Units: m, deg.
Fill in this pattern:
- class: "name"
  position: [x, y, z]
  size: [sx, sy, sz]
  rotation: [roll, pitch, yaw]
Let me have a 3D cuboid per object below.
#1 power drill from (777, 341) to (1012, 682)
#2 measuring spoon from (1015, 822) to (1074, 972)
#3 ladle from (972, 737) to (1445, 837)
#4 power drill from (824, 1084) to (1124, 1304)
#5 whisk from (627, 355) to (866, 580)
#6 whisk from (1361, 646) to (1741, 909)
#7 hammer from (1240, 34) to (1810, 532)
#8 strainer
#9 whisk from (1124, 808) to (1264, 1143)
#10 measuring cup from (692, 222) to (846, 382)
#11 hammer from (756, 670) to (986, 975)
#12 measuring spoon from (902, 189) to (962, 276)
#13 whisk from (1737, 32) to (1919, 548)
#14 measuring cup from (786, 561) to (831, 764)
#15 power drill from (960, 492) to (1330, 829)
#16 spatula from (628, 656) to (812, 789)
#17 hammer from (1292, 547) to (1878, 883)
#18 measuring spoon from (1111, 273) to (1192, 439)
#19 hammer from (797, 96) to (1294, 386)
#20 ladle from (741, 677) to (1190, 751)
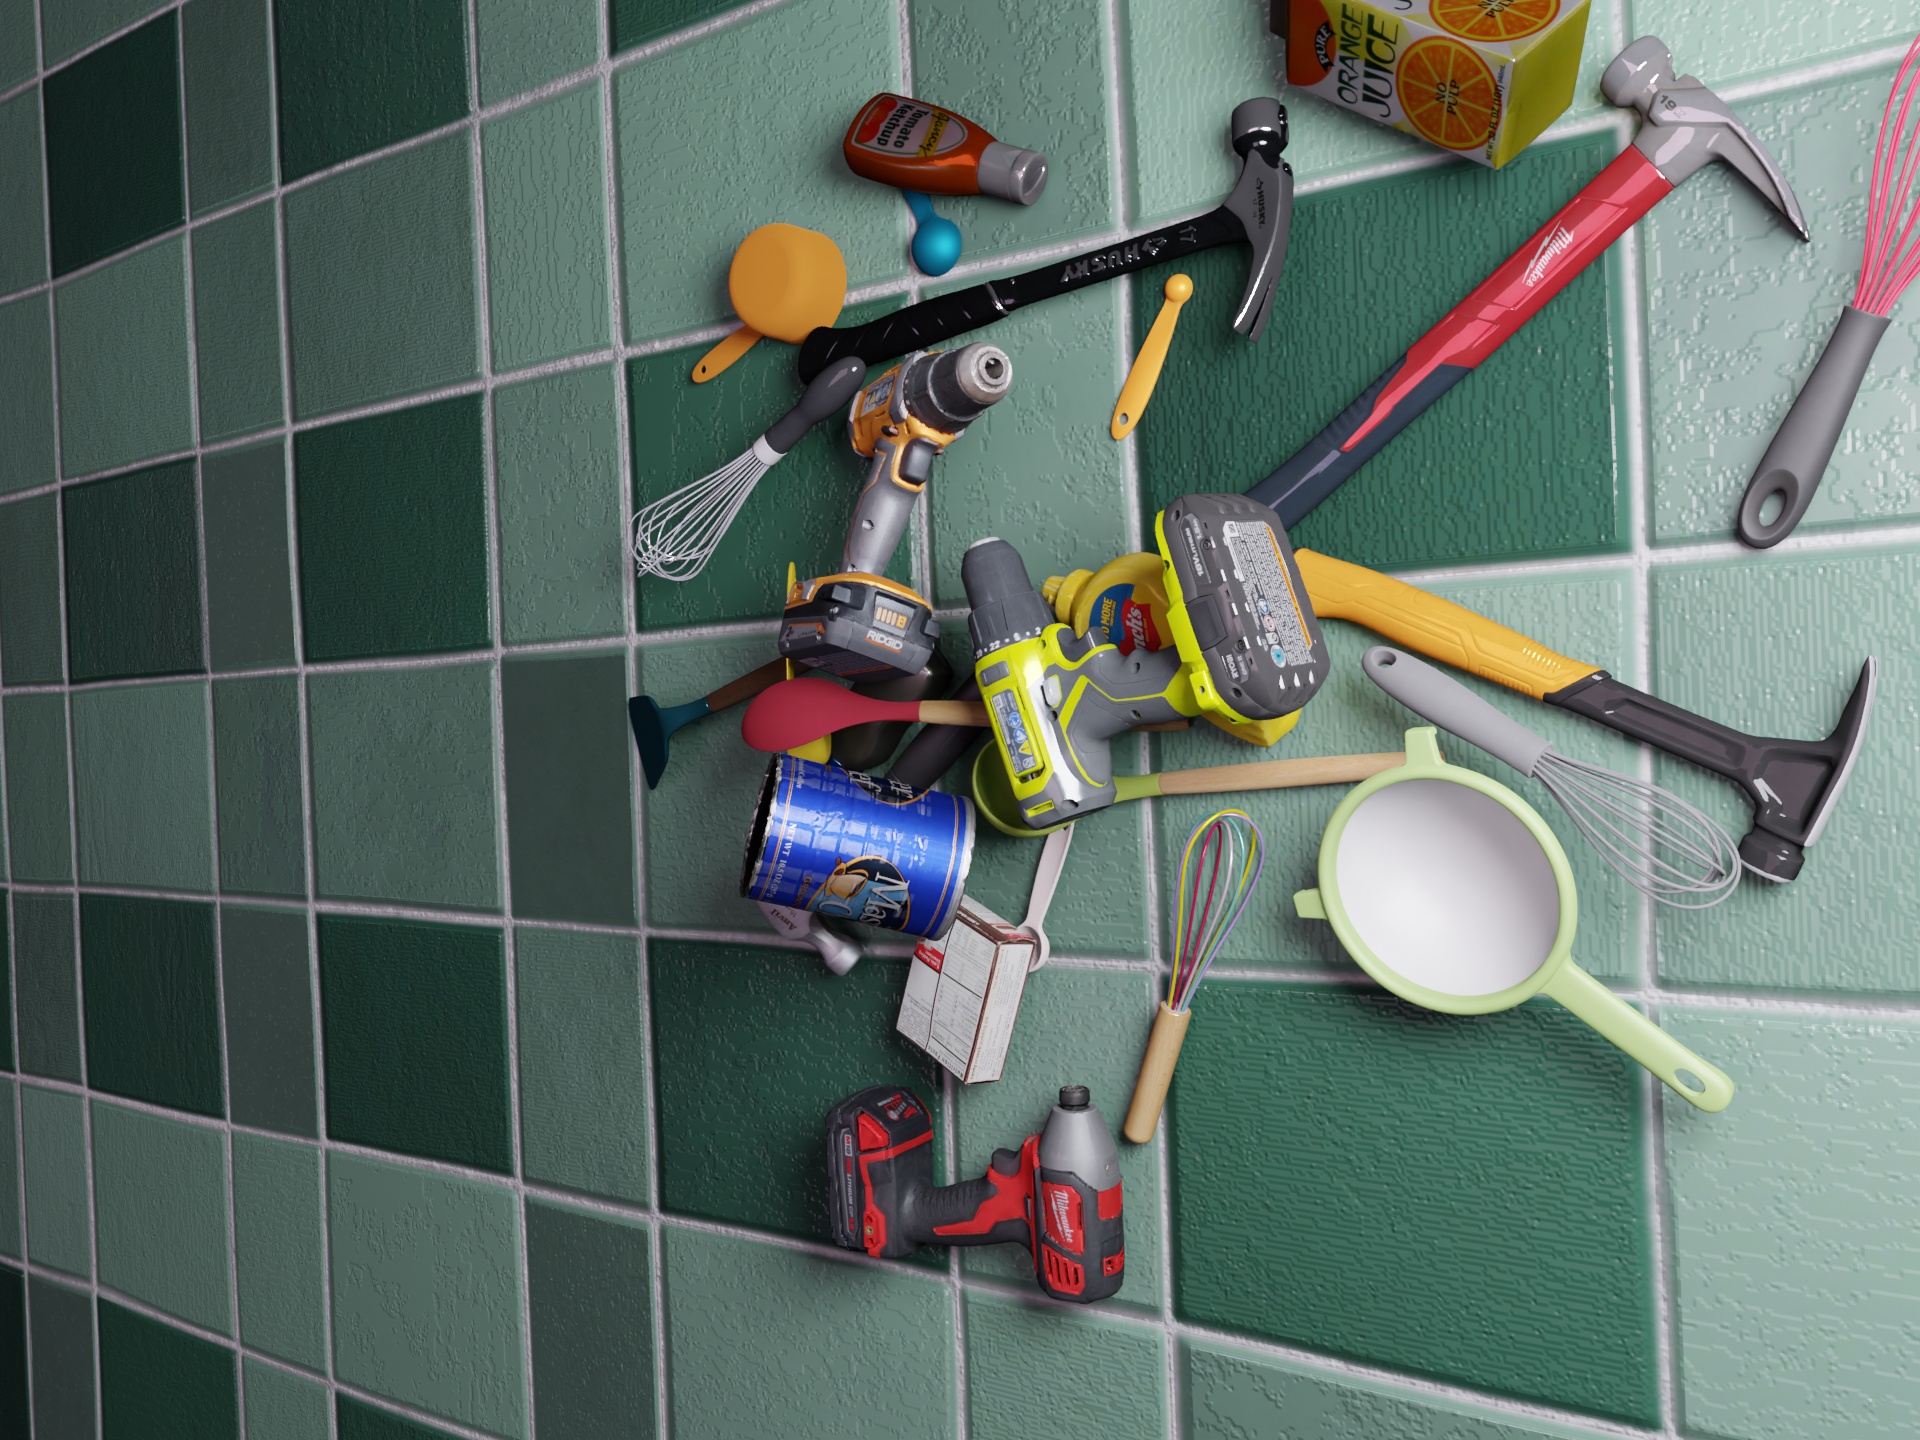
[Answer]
- class: "power drill"
  position: [-0.039, -0.147, 1.087]
  size: [0.185, 0.084, 0.226]
  rotation: [-5, 68, 63]
- class: "measuring spoon"
  position: [0.064, 0.120, 1.128]
  size: [0.034, 0.018, 0.124]
  rotation: [22, 98, 49]
- class: "ladle"
  position: [0.151, 0.034, 1.037]
  size: [0.320, 0.062, 0.078]
  rotation: [-6, 58, 32]
- class: "power drill"
  position: [0.014, 0.324, 1.134]
  size: [0.220, 0.078, 0.143]
  rotation: [-2, 91, 33]
- class: "whisk"
  position: [-0.168, -0.193, 1.239]
  size: [0.284, 0.070, 0.070]
  rotation: [-35, 72, 35]
- class: "whisk"
  position: [0.319, 0.025, 0.885]
  size: [0.239, 0.055, 0.055]
  rotation: [38, 113, 33]
- class: "hammer"
  position: [0.292, -0.202, 0.938]
  size: [0.386, 0.038, 0.143]
  rotation: [-44, 69, 28]
- class: "strainer"
  position: [0.328, 0.121, 0.906]
  size: [0.256, 0.069, 0.151]
  rotation: [39, 126, 20]
- class: "whisk"
  position: [0.145, 0.170, 1.054]
  size: [0.051, 0.047, 0.245]
  rotation: [24, 108, 31]
- class: "measuring cup"
  position: [-0.168, -0.320, 1.251]
  size: [0.173, 0.052, 0.095]
  rotation: [-31, 74, 30]
- class: "hammer"
  position: [-0.038, 0.044, 1.161]
  size: [0.128, 0.033, 0.331]
  rotation: [40, 113, -5]
- class: "measuring spoon"
  position: [-0.037, -0.387, 1.174]
  size: [0.042, 0.021, 0.129]
  rotation: [-30, 75, 33]
- class: "whisk"
  position: [0.467, -0.225, 0.803]
  size: [0.073, 0.073, 0.295]
  rotation: [30, 115, 31]
- class: "measuring cup"
  position: [-0.113, -0.041, 1.174]
  size: [0.029, 0.062, 0.156]
  rotation: [-2, 82, 4]
- class: "power drill"
  position: [0.096, -0.052, 0.978]
  size: [0.228, 0.080, 0.191]
  rotation: [-25, 79, 44]
- class: "spatula"
  position: [-0.172, -0.024, 1.264]
  size: [0.317, 0.044, 0.082]
  rotation: [-22, 79, 36]
- class: "hammer"
  position: [0.335, -0.036, 0.915]
  size: [0.337, 0.034, 0.127]
  rotation: [28, 108, 32]
- class: "measuring spoon"
  position: [0.126, -0.244, 1.070]
  size: [0.021, 0.011, 0.117]
  rotation: [32, 109, 30]
- class: "hammer"
  position: [0.043, -0.294, 1.106]
  size: [0.409, 0.036, 0.149]
  rotation: [-8, 78, 37]
- class: "ladle"
  position: [-0.002, -0.003, 1.091]
  size: [0.315, 0.069, 0.031]
  rotation: [2, 136, 11]
